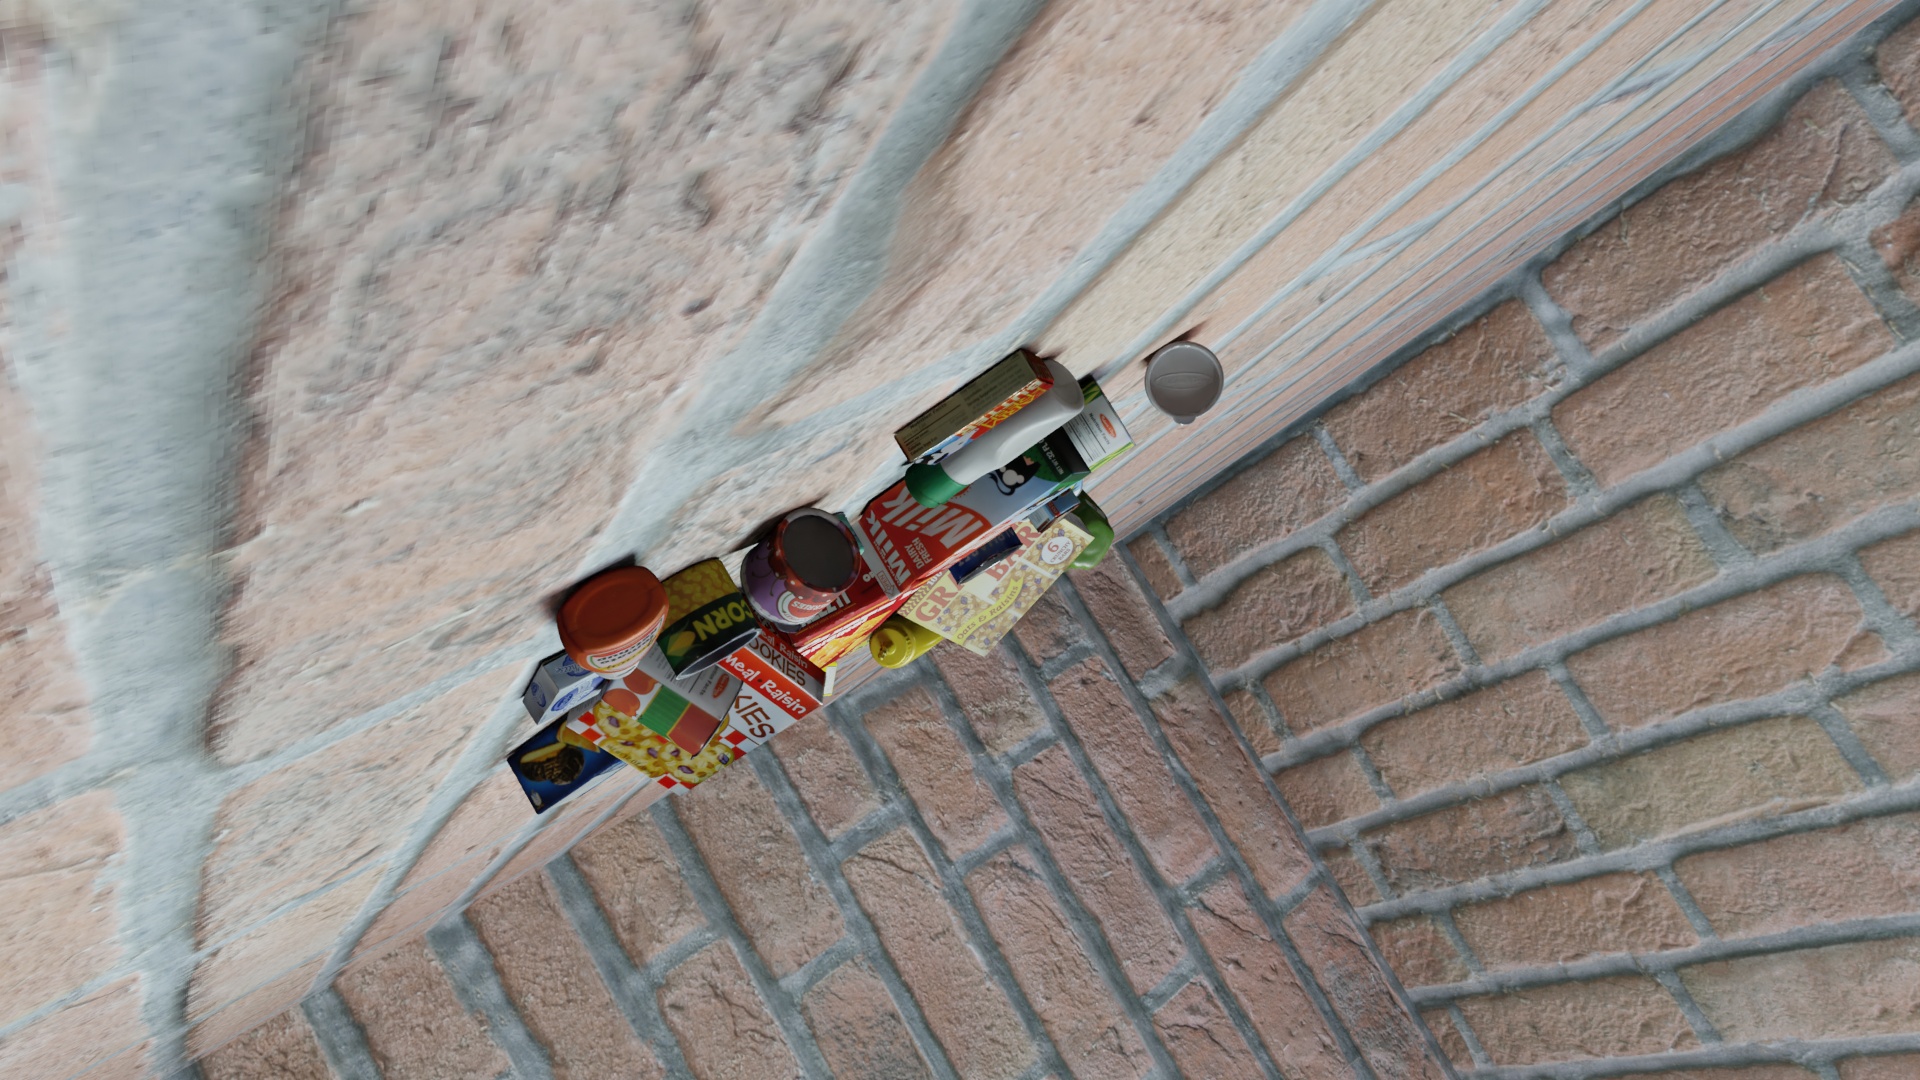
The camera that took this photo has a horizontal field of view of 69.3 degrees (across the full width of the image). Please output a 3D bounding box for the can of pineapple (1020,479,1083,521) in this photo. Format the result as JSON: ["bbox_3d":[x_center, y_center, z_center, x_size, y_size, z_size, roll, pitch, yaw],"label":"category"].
[{"bbox_3d":[0.065,-0.059,1.231,0.058,0.071,0.070,-27,173,-28],"label":"can of pineapple"}]

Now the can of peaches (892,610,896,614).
[{"bbox_3d":[-0.062,0.035,1.383,0.071,0.058,0.071,-30,174,-3],"label":"can of peaches"}]

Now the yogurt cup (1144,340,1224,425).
[{"bbox_3d":[0.194,-0.140,1.218,0.072,0.072,0.054,-32,-178,6],"label":"yogurt cup"}]

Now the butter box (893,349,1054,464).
[{"bbox_3d":[0.010,-0.086,0.915,0.103,0.024,0.053,-33,173,13],"label":"butter box"}]

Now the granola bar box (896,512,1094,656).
[{"bbox_3d":[0.028,0.022,1.330,0.124,0.039,0.165,30,109,-37],"label":"granola bar box"}]

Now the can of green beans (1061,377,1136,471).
[{"bbox_3d":[0.102,-0.091,1.137,0.058,0.071,0.071,-32,174,8],"label":"can of green beans"}]

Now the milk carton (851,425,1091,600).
[{"bbox_3d":[0.001,-0.030,1.094,0.190,0.072,0.073,-33,174,17],"label":"milk carton"}]

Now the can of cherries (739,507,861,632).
[{"bbox_3d":[-0.110,0.021,0.964,0.072,0.071,0.058,-25,171,-44],"label":"can of cherries"}]

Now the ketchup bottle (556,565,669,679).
[{"bbox_3d":[-0.216,0.056,0.864,0.065,0.043,0.148,-30,174,-19],"label":"ketchup bottle"}]

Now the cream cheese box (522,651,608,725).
[{"bbox_3d":[-0.278,0.099,0.993,0.053,0.024,0.103,-29,174,-31],"label":"cream cheese box"}]

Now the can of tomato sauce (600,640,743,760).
[{"bbox_3d":[-0.215,0.112,1.030,0.071,0.083,0.071,-54,-170,15],"label":"can of tomato sauce"}]

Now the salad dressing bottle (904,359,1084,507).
[{"bbox_3d":[0.021,-0.073,0.993,0.147,0.044,0.064,-34,175,34],"label":"salad dressing bottle"}]

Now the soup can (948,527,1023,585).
[{"bbox_3d":[0.004,-0.015,1.181,0.071,0.084,0.071,-31,174,-4],"label":"soup can"}]

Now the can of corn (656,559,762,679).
[{"bbox_3d":[-0.177,0.052,0.948,0.071,0.058,0.071,-31,174,-4],"label":"can of corn"}]

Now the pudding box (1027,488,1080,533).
[{"bbox_3d":[0.060,-0.052,1.162,0.030,0.084,0.049,-32,174,-18],"label":"pudding box"}]

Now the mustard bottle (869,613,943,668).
[{"bbox_3d":[-0.059,0.099,1.398,0.065,0.049,0.160,-27,179,12],"label":"mustard bottle"}]

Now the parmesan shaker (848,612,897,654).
[{"bbox_3d":[-0.113,0.082,1.480,0.071,0.071,0.103,-36,172,39],"label":"parmesan shaker"}]

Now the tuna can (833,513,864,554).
[{"bbox_3d":[-0.107,0.009,1.064,0.071,0.033,0.071,-31,174,-4],"label":"tuna can"}]

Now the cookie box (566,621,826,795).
[{"bbox_3d":[-0.211,0.126,1.115,0.167,0.122,0.040,-34,-146,22],"label":"cookie box"}]
